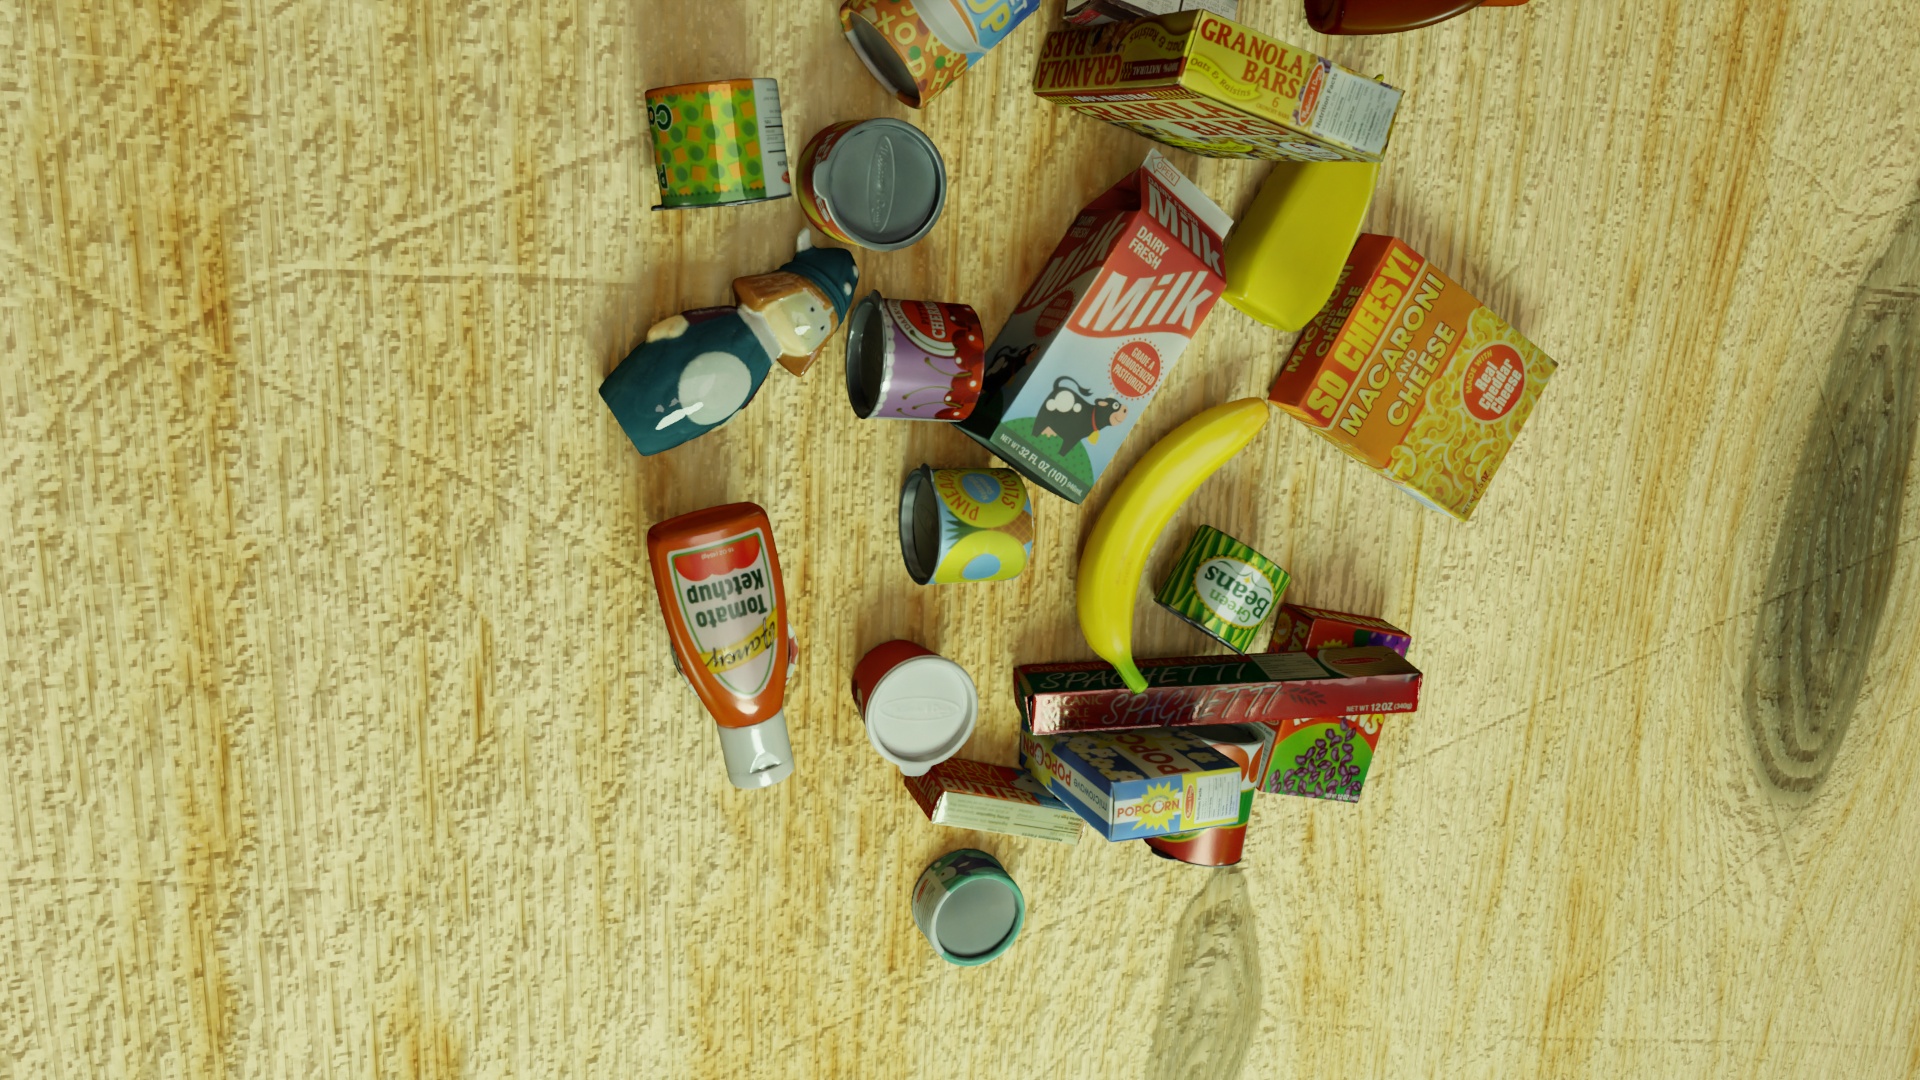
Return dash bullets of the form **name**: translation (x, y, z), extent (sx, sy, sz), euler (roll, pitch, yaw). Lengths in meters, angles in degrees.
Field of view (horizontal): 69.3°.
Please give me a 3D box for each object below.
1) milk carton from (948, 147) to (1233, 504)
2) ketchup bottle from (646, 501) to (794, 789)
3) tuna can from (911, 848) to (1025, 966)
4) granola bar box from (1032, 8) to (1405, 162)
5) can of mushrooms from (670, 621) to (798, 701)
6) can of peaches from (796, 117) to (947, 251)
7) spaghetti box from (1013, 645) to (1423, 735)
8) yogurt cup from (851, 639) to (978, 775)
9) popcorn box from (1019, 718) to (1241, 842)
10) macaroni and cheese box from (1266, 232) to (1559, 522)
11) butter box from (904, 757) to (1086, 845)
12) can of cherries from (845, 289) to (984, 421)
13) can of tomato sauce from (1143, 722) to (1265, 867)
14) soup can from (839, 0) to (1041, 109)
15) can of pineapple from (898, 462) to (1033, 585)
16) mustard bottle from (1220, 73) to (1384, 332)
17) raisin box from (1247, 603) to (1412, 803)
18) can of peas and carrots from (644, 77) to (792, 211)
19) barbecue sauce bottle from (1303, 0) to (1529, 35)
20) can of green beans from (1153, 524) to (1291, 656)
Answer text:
- **milk carton**: translation (0.080, -0.124, 0.789), extent (0.072, 0.073, 0.190), euler (35, 89, -26)
- **ketchup bottle**: translation (-0.119, 0.057, 0.734), extent (0.065, 0.043, 0.148), euler (-15, 108, -18)
- **tuna can**: translation (0.008, 0.232, 0.876), extent (0.071, 0.033, 0.071), euler (-6, 106, -20)
- **granola bar box**: translation (0.128, -0.234, 0.728), extent (0.124, 0.166, 0.039), euler (12, 101, -25)
- **can of mushrooms**: translation (-0.126, 0.058, 0.775), extent (0.071, 0.033, 0.071), euler (-5, 104, -20)
- **can of peaches**: translation (-0.050, -0.187, 0.728), extent (0.071, 0.058, 0.071), euler (-6, 107, -20)
- **spaghetti box**: translation (0.158, 0.092, 0.862), extent (0.250, 0.050, 0.028), euler (-2, 106, -8)
- **yogurt cup**: translation (-0.030, 0.092, 0.812), extent (0.072, 0.054, 0.072), euler (-6, 106, -21)
- **popcorn box**: translation (0.099, 0.136, 0.836), extent (0.085, 0.127, 0.038), euler (-4, 103, -21)
- **macaroni and cheese box**: translation (0.293, -0.103, 0.899), extent (0.166, 0.040, 0.123), euler (28, 92, -26)
- **butter box**: translation (0.022, 0.158, 0.851), extent (0.103, 0.053, 0.024), euler (14, 102, -24)
- **can of cherries**: translation (-0.025, -0.100, 0.755), extent (0.058, 0.071, 0.071), euler (0, 104, -22)
- **can of tomato sauce**: translation (0.155, 0.159, 0.898), extent (0.071, 0.071, 0.083), euler (4, 102, -23)
- **soup can**: translation (-0.010, -0.274, 0.713), extent (0.084, 0.071, 0.071), euler (-43, 115, -6)
- **can of pineapple**: translation (0.003, -0.010, 0.790), extent (0.058, 0.071, 0.070), euler (-3, 105, -22)
- **mustard bottle**: translation (0.215, -0.207, 0.835), extent (0.065, 0.049, 0.160), euler (27, 92, -26)
- **raisin box**: translation (0.243, 0.110, 0.936), extent (0.086, 0.040, 0.123), euler (11, 101, -23)
- **can of peas and carrots**: translation (-0.123, -0.197, 0.692), extent (0.071, 0.071, 0.058), euler (-11, 107, -19)
- **barbecue sauce bottle**: translation (0.278, -0.337, 0.829), extent (0.149, 0.044, 0.064), euler (-9, 107, -20)
- **can of green beans**: translation (0.164, 0.031, 0.867), extent (0.071, 0.071, 0.058), euler (32, 91, -26)
